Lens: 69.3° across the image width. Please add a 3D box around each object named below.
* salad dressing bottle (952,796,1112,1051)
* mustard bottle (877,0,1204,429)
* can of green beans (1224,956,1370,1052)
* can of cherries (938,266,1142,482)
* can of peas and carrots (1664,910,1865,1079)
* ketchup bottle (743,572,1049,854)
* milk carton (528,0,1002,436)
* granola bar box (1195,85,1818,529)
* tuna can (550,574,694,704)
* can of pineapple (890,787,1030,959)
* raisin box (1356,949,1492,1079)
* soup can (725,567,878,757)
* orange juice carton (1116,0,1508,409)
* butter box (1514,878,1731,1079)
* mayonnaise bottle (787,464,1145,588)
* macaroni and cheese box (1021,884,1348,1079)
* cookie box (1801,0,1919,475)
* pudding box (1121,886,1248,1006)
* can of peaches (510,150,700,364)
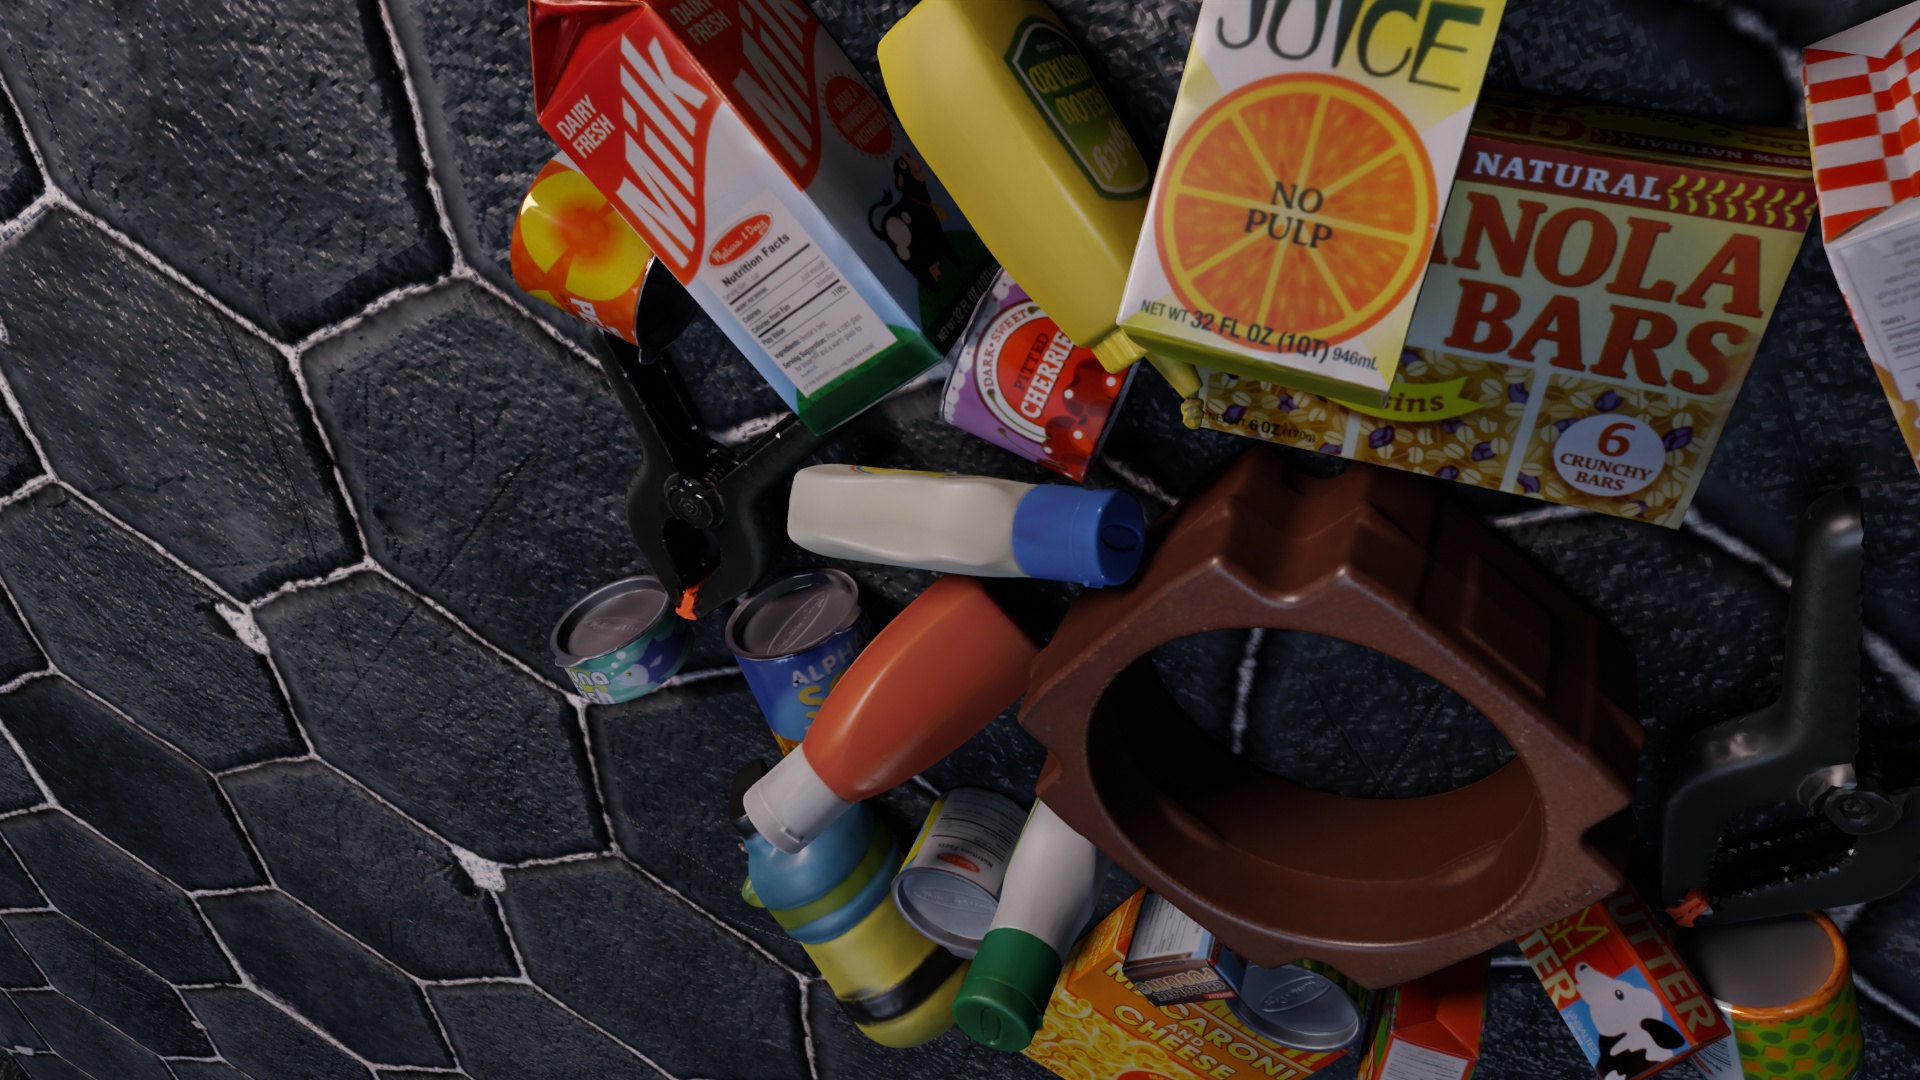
[{"bbox_3d":[0.040,0.158,0.631,0.044,0.148,0.064,14,132,17],"label":"salad dressing bottle"},{"bbox_3d":[0.038,-0.106,0.453,0.048,0.065,0.160,-30,97,40],"label":"mustard bottle"},{"bbox_3d":[0.164,0.200,0.664,0.071,0.058,0.071,14,132,16],"label":"can of green beans"},{"bbox_3d":[0.032,-0.061,0.505,0.058,0.072,0.071,25,134,6],"label":"can of cherries"},{"bbox_3d":[0.327,0.183,0.562,0.071,0.071,0.058,-8,122,32],"label":"can of peas and carrots"},{"bbox_3d":[-0.031,0.079,0.619,0.148,0.044,0.064,-42,119,5],"label":"ketchup bottle"},{"bbox_3d":[-0.076,-0.139,0.496,0.073,0.073,0.190,-26,113,40],"label":"milk carton"},{"bbox_3d":[0.163,-0.079,0.445,0.165,0.039,0.123,14,132,16],"label":"granola bar box"},{"bbox_3d":[-0.173,0.052,0.707,0.071,0.071,0.032,-2,127,29],"label":"tuna can"},{"bbox_3d":[0.005,0.173,0.725,0.071,0.058,0.070,15,132,17],"label":"can of pineapple"},{"bbox_3d":[0.213,0.233,0.648,0.040,0.086,0.122,12,132,16],"label":"raisin box"},{"bbox_3d":[-0.064,0.066,0.665,0.071,0.072,0.083,-1,127,28],"label":"soup can"},{"bbox_3d":[0.106,-0.137,0.369,0.072,0.073,0.192,17,97,15],"label":"orange juice carton"},{"bbox_3d":[0.257,0.164,0.566,0.104,0.024,0.052,65,147,31],"label":"butter box"},{"bbox_3d":[0.002,-0.007,0.556,0.148,0.065,0.041,5,89,38],"label":"mayonnaise bottle"},{"bbox_3d":[0.114,0.261,0.754,0.124,0.040,0.165,32,135,-1],"label":"macaroni and cheese box"},{"bbox_3d":[0.271,-0.042,0.360,0.040,0.123,0.167,-20,116,39],"label":"cookie box"},{"bbox_3d":[0.113,0.173,0.652,0.049,0.084,0.030,-24,116,39],"label":"pudding box"},{"bbox_3d":[-0.136,-0.114,0.549,0.058,0.071,0.070,27,134,6],"label":"can of peaches"}]
